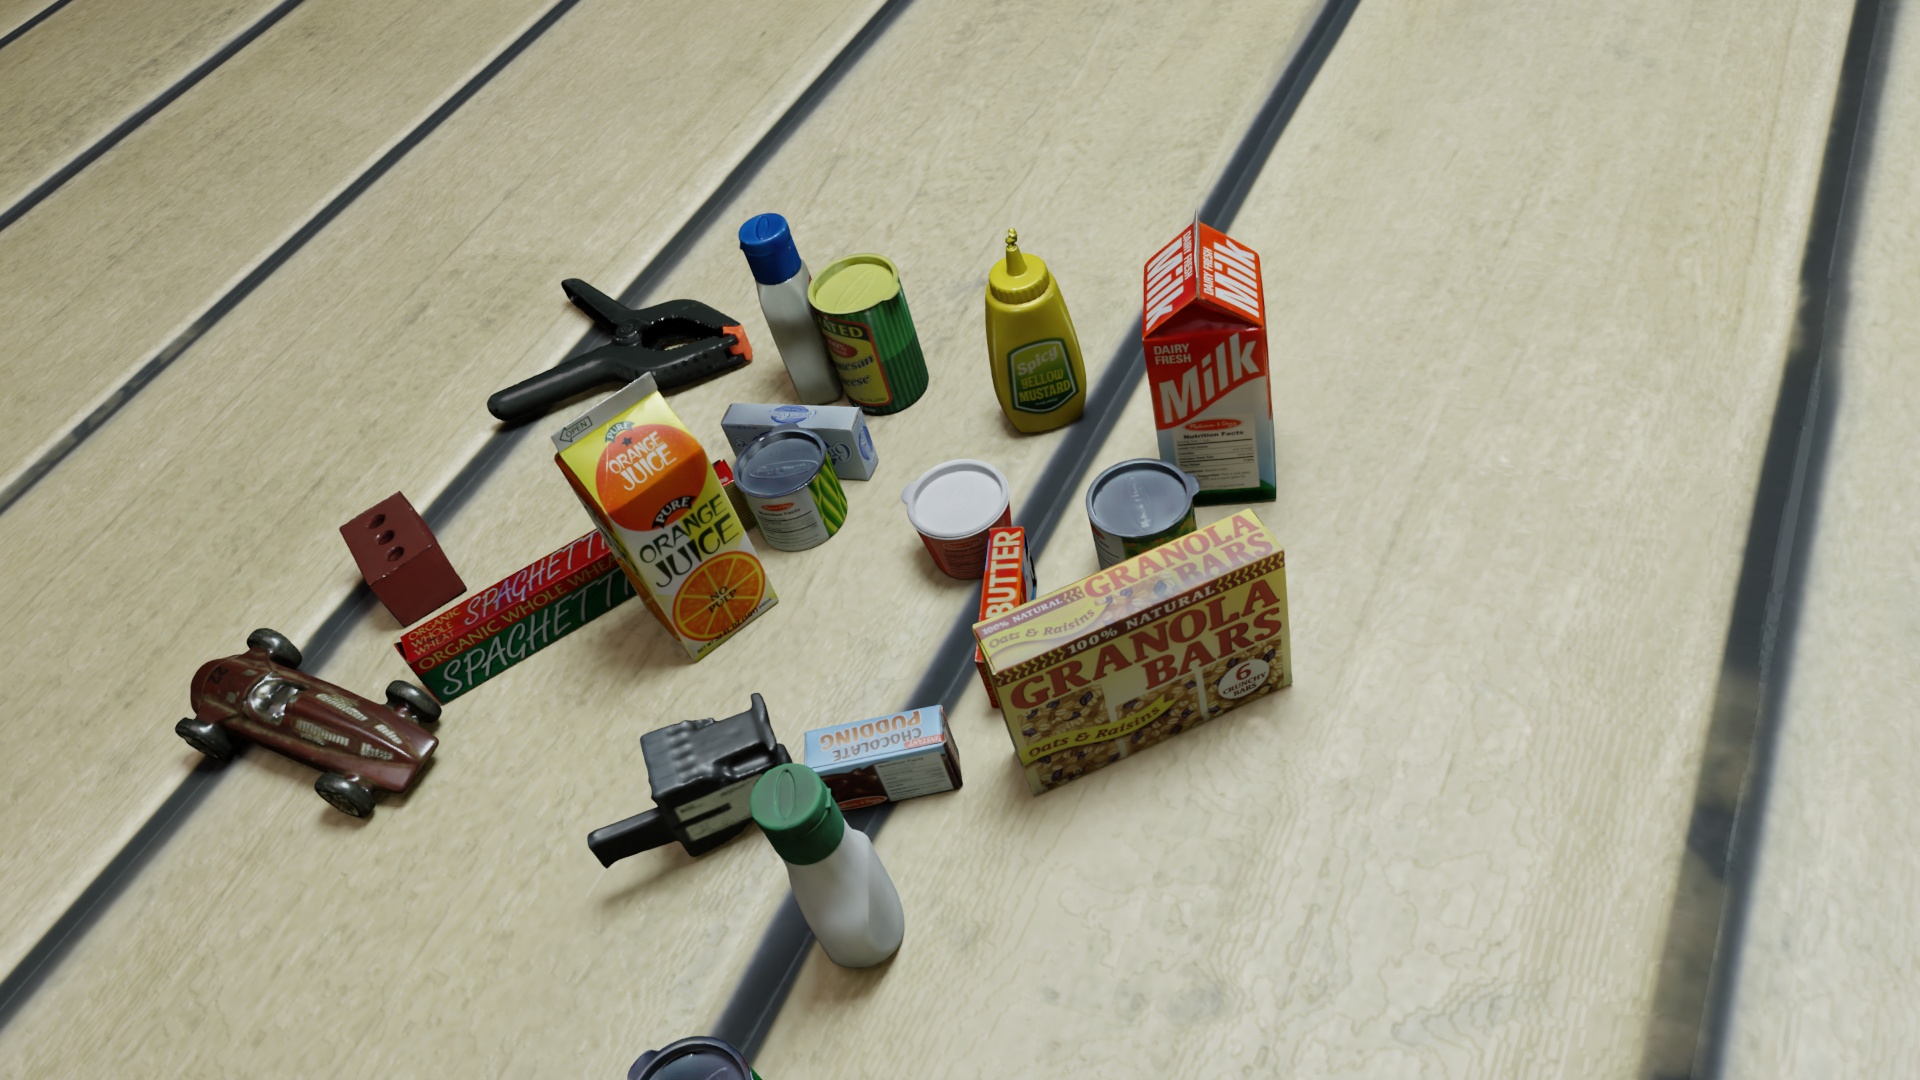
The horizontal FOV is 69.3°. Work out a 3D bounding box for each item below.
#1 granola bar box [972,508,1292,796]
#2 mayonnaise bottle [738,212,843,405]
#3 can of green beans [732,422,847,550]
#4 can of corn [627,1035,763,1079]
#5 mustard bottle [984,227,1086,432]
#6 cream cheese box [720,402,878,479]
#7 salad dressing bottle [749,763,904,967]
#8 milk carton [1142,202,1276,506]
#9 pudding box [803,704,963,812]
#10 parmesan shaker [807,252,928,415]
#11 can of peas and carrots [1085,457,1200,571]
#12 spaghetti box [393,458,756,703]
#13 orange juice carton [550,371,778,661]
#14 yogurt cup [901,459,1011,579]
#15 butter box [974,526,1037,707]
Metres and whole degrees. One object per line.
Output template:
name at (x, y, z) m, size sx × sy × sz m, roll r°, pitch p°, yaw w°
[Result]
granola bar box at (0.099, 0.063, 0.769) m, size 0.166 × 0.123 × 0.039 m, roll -23°, pitch 47°, yaw -5°
mayonnaise bottle at (-0.123, -0.171, 1.024) m, size 0.041 × 0.147 × 0.065 m, roll -10°, pitch 47°, yaw 7°
can of green beans at (-0.117, -0.035, 0.963) m, size 0.071 × 0.057 × 0.071 m, roll -8°, pitch 48°, yaw 9°
can of corn at (-0.125, 0.285, 0.680) m, size 0.071 × 0.058 × 0.071 m, roll -8°, pitch 48°, yaw 9°
mustard bottle at (0.046, -0.144, 0.944) m, size 0.065 × 0.159 × 0.049 m, roll -17°, pitch 47°, yaw 1°
cream cheese box at (-0.115, -0.071, 0.997) m, size 0.104 × 0.053 × 0.024 m, roll 4°, pitch 51°, yaw 19°
salad dressing bottle at (-0.067, 0.166, 0.708) m, size 0.044 × 0.147 × 0.064 m, roll -11°, pitch 47°, yaw 7°
milk carton at (0.155, -0.111, 0.863) m, size 0.073 × 0.189 × 0.073 m, roll -4°, pitch 49°, yaw 13°
pudding box at (-0.045, 0.127, 0.803) m, size 0.084 × 0.049 × 0.030 m, roll -12°, pitch 47°, yaw 5°
parmesan shaker at (-0.063, -0.149, 1.018) m, size 0.071 × 0.102 × 0.072 m, roll -8°, pitch 48°, yaw 9°
can of peas and carrots at (0.118, -0.009, 0.873) m, size 0.071 × 0.058 × 0.071 m, roll -8°, pitch 48°, yaw 9°
spaghetti box at (-0.259, 0.027, 0.953) m, size 0.251 × 0.050 × 0.029 m, roll -31°, pitch 48°, yaw -12°
orange juice carton at (-0.189, -0.018, 0.877) m, size 0.072 × 0.191 × 0.073 m, roll -37°, pitch 50°, yaw -17°
yogurt cup at (0.003, -0.011, 0.910) m, size 0.072 × 0.053 × 0.073 m, roll -8°, pitch 48°, yaw 9°
butter box at (0.029, 0.046, 0.852) m, size 0.024 × 0.053 × 0.104 m, roll -4°, pitch 48°, yaw 13°
